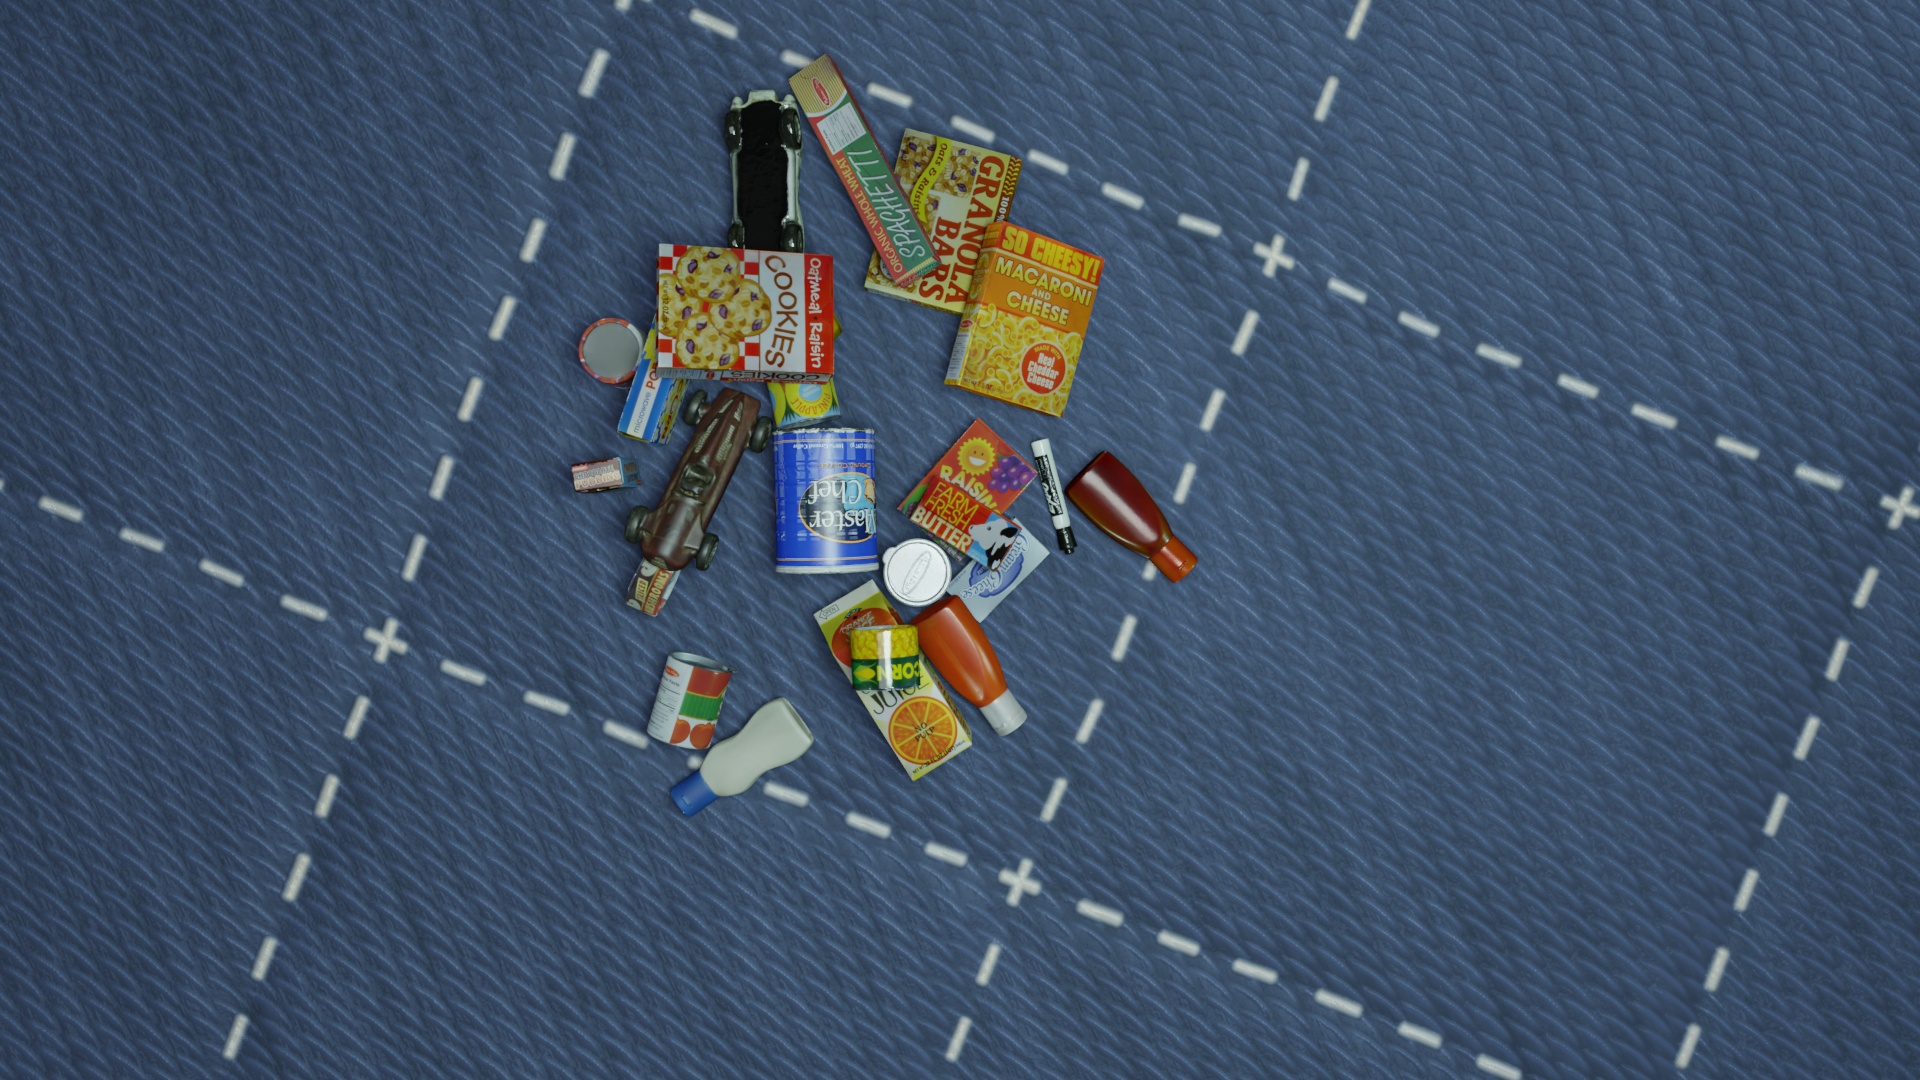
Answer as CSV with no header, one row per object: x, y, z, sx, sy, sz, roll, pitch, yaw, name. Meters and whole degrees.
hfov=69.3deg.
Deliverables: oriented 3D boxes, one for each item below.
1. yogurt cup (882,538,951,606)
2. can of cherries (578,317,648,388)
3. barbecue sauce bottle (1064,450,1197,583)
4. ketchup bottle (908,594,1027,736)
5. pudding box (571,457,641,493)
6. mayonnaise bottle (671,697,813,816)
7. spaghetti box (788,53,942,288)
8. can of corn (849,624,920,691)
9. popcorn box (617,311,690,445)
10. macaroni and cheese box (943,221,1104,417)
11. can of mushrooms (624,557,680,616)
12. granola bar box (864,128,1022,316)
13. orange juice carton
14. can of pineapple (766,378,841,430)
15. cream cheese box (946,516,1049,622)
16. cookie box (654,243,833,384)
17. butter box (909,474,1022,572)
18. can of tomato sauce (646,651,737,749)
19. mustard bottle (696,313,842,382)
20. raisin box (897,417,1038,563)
-0.043,0.031,1.409,0.072,0.054,0.072,0,92,-1,yogurt cup
-0.348,-0.187,1.398,0.071,0.058,0.071,0,91,-1,can of cherries
0.178,-0.020,1.417,0.148,0.043,0.065,45,90,-2,barbecue sauce bottle
0.012,0.130,1.413,0.064,0.044,0.148,-30,98,34,ketchup bottle
-0.353,-0.064,1.388,0.050,0.084,0.030,-8,91,0,pudding box
-0.225,0.225,1.418,0.148,0.041,0.065,-35,90,1,mayonnaise bottle
-0.095,-0.367,1.382,0.050,0.029,0.250,-30,78,13,spaghetti box
-0.071,0.112,1.329,0.071,0.071,0.058,-3,89,-1,can of corn
-0.298,-0.159,1.386,0.038,0.085,0.126,19,91,-1,popcorn box
0.064,-0.220,1.391,0.124,0.040,0.166,15,90,-26,macaroni and cheese box
-0.309,0.042,1.397,0.033,0.071,0.071,26,91,-3,can of mushrooms
-0.017,-0.319,1.410,0.124,0.039,0.165,15,91,0,granola bar box
-0.068,0.138,1.402,0.072,0.073,0.192,-32,91,0,orange juice carton
-0.158,-0.146,1.396,0.071,0.071,0.058,-13,92,0,can of pineapple
0.038,0.030,1.425,0.053,0.024,0.104,44,91,-3,cream cheese box
-0.207,-0.217,1.337,0.168,0.040,0.123,1,80,-16,cookie box
0.005,-0.017,1.384,0.103,0.024,0.053,32,92,-1,butter box
-0.272,0.162,1.404,0.071,0.071,0.083,17,92,-1,can of tomato sauce
-0.201,-0.198,1.405,0.160,0.049,0.065,-28,90,0,mustard bottle
0.007,-0.051,1.416,0.086,0.040,0.123,42,90,-1,raisin box
